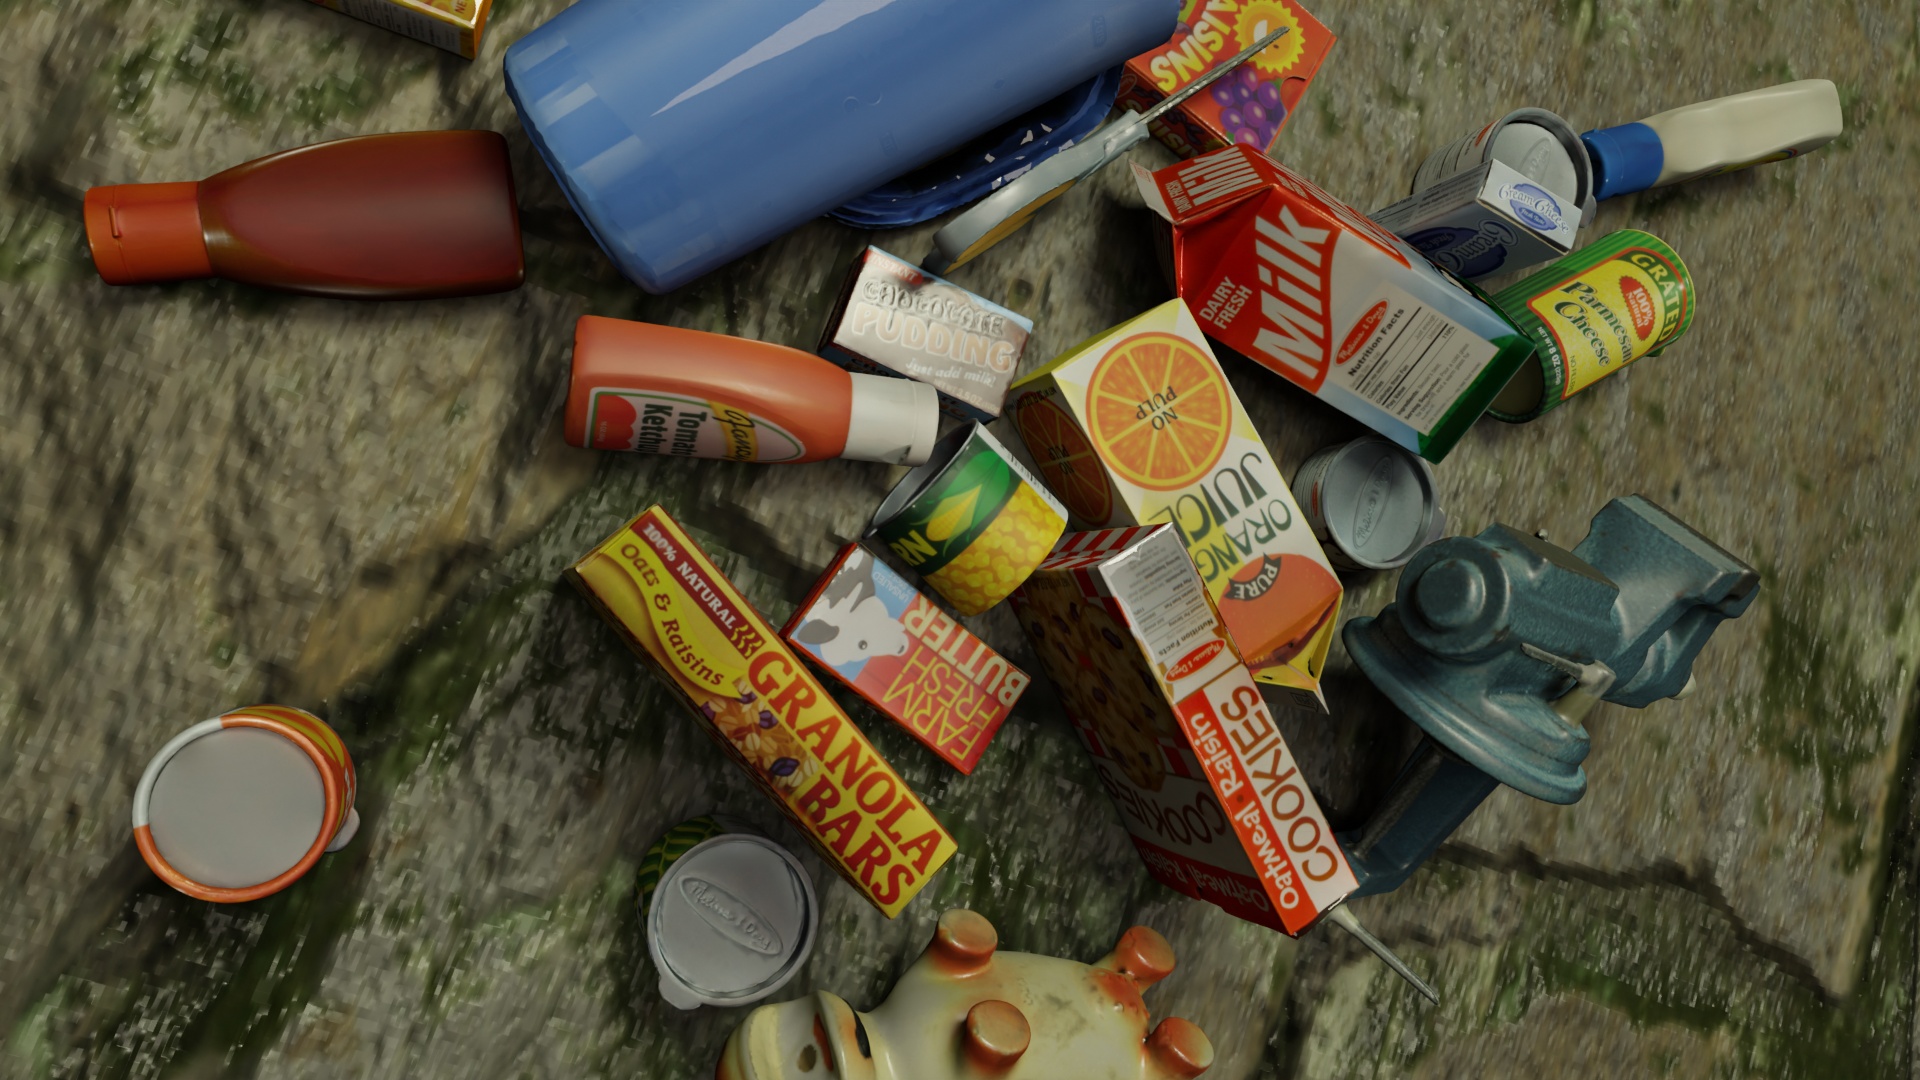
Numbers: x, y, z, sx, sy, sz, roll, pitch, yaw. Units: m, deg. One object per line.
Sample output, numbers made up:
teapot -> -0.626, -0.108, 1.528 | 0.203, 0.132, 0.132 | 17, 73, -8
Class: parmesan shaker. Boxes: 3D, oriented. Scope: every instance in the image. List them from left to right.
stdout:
parmesan shaker -> 0.312, -0.106, 0.710 | 0.103, 0.071, 0.071 | -28, 96, -18

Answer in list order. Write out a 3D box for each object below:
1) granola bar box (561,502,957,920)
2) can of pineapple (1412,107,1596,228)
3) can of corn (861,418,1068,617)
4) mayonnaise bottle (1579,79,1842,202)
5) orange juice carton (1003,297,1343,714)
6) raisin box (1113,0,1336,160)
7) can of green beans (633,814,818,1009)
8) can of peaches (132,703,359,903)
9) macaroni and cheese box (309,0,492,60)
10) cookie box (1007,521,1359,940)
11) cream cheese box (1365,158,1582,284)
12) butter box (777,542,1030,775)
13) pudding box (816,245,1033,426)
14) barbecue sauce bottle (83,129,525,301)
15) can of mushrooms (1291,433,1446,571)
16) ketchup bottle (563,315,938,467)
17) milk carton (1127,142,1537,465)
granola bar box -> -0.081, 0.061, 0.535 | 0.039, 0.124, 0.165 | -42, 100, -15
can of pineapple -> 0.275, -0.177, 0.706 | 0.071, 0.058, 0.071 | 1, 87, -18
can of corn -> 0.002, -0.008, 0.599 | 0.058, 0.071, 0.071 | 44, 75, -12
mayonnaise bottle -> 0.394, -0.214, 0.748 | 0.148, 0.065, 0.041 | -16, 96, -15
orange juice carton -> 0.103, -0.005, 0.630 | 0.073, 0.071, 0.192 | -32, 97, -17
raisin box -> 0.107, -0.242, 0.663 | 0.123, 0.040, 0.086 | 34, 76, -14
can of green beans -> -0.096, 0.147, 0.560 | 0.071, 0.057, 0.071 | 1, 86, -19
can of peaches -> -0.258, 0.095, 0.508 | 0.071, 0.058, 0.071 | 1, 86, -18
macaroni and cheese box -> -0.257, -0.279, 0.542 | 0.166, 0.040, 0.124 | 16, 82, -18
cookie box -> 0.086, 0.077, 0.591 | 0.040, 0.123, 0.167 | -29, 96, -17
cream cheese box -> 0.240, -0.148, 0.668 | 0.053, 0.103, 0.024 | 25, 81, -15
butter box -> -0.024, 0.052, 0.608 | 0.103, 0.024, 0.053 | 39, 75, -13
pudding box -> -0.015, -0.090, 0.617 | 0.084, 0.030, 0.050 | 23, 79, -16
barbecue sauce bottle -> -0.248, -0.122, 0.534 | 0.149, 0.043, 0.065 | -8, 89, -18
can of mushrooms -> 0.200, -0.017, 0.683 | 0.071, 0.033, 0.071 | 1, 86, -19
ketchup bottle -> -0.085, -0.057, 0.572 | 0.149, 0.064, 0.044 | 5, 63, -17
milk carton -> 0.160, -0.119, 0.642 | 0.190, 0.073, 0.073 | 26, 116, -16
